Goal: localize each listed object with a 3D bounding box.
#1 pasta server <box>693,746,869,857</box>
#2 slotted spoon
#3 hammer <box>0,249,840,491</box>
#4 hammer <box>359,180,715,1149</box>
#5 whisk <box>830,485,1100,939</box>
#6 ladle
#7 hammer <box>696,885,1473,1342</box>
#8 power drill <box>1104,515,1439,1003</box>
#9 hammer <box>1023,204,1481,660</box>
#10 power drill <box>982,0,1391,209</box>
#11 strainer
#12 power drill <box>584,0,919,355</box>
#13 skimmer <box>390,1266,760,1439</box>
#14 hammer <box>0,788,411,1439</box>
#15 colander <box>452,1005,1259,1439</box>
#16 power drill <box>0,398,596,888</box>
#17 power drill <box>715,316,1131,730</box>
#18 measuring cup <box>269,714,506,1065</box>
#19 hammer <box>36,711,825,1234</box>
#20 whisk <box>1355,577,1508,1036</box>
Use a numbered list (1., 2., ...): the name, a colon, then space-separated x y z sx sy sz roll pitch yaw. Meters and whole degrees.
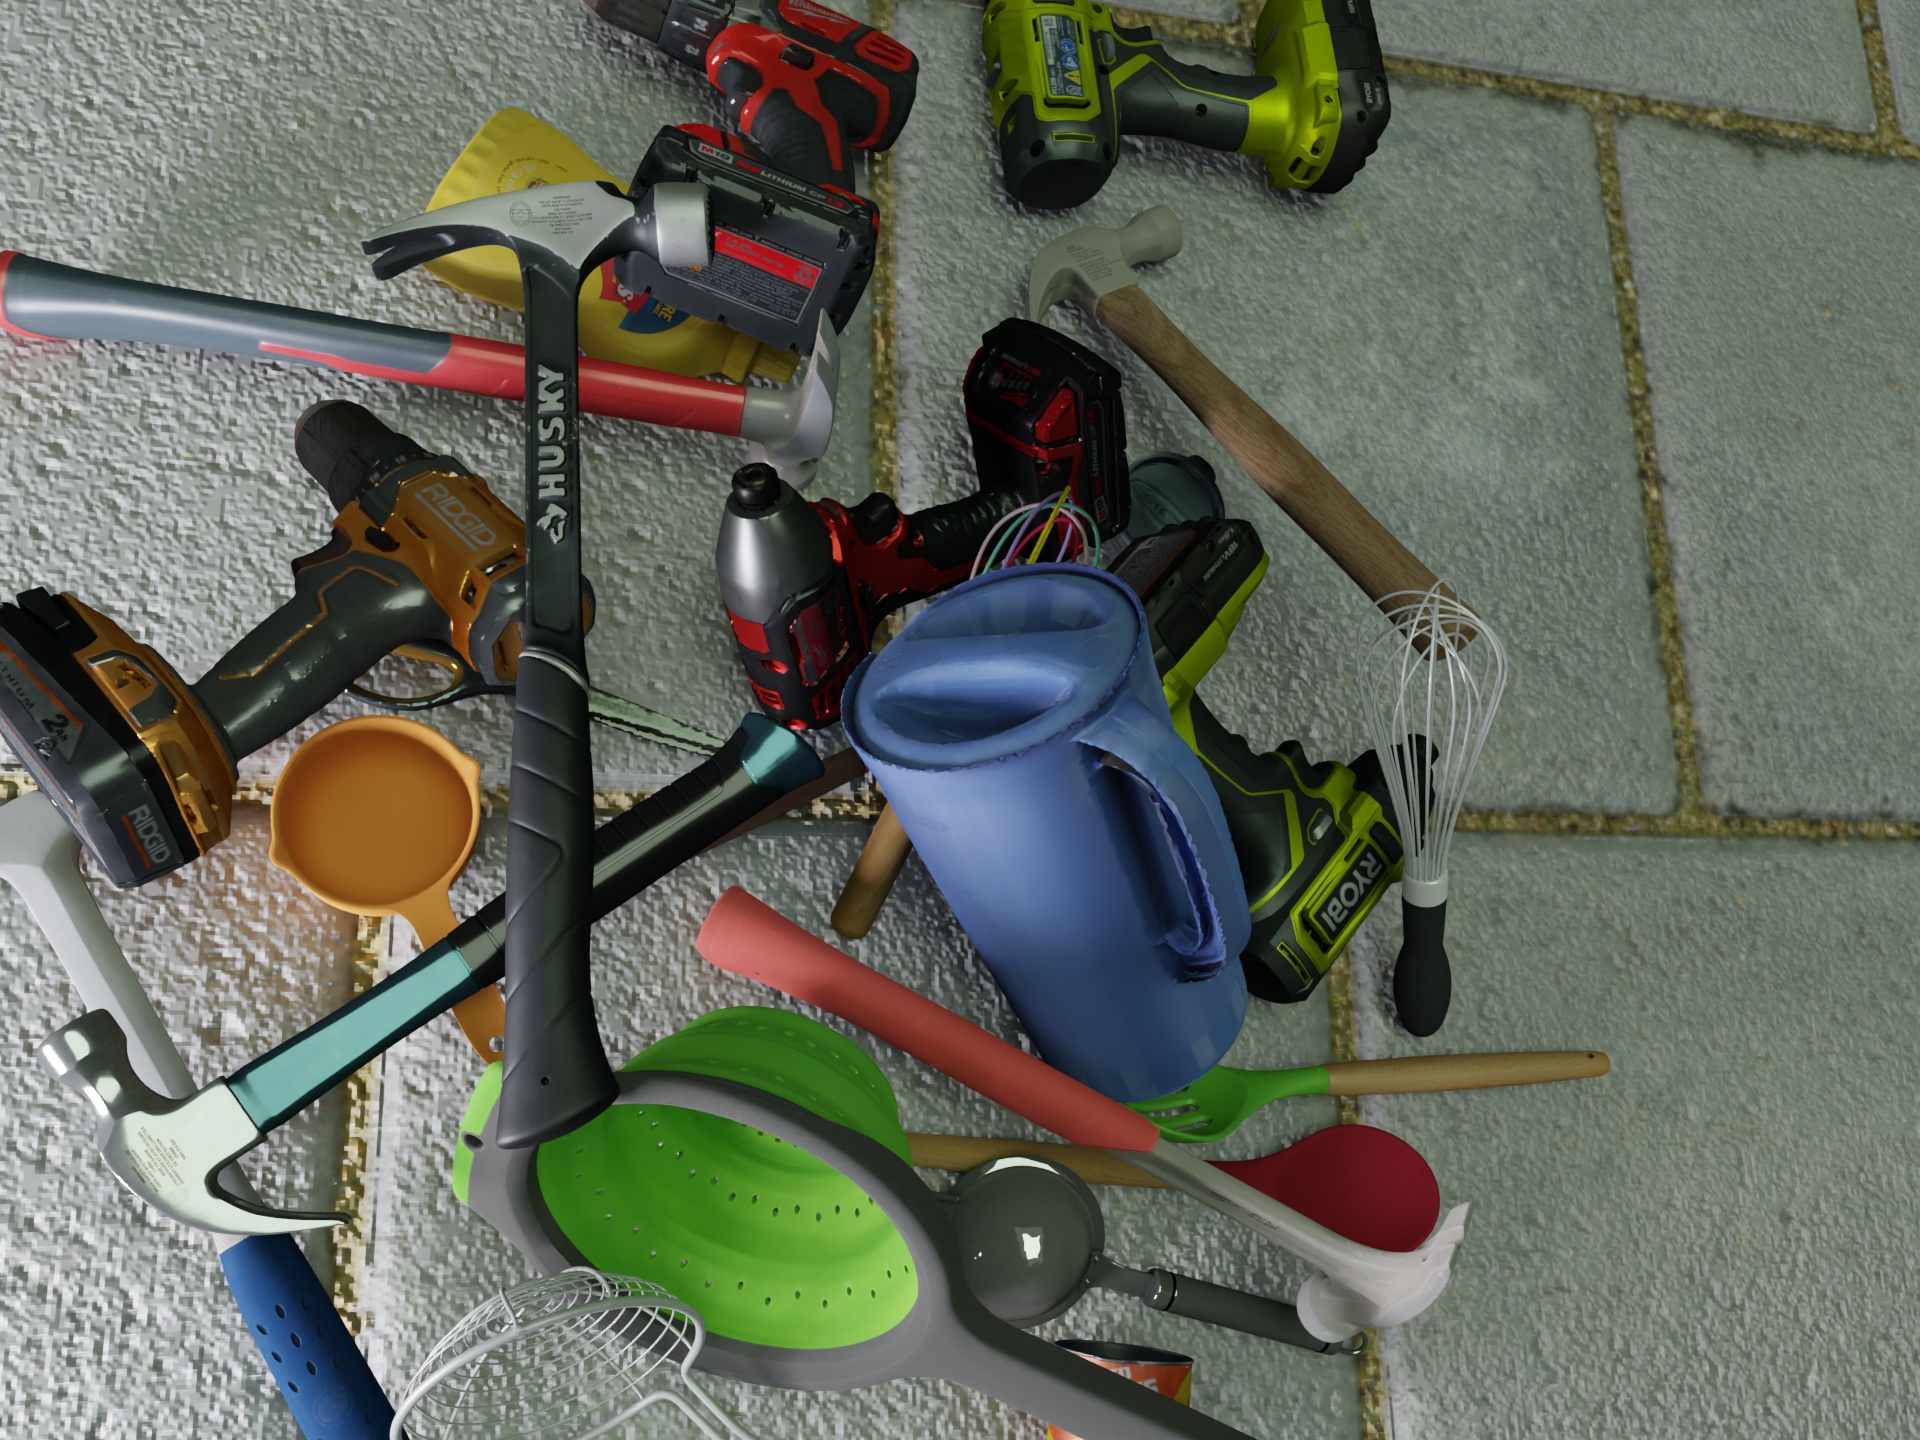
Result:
1. pasta server: -0.072 0.031 0.791 0.316 0.040 0.060 -25 98 -19
2. slotted spoon: 0.213 0.189 0.835 0.313 0.070 0.031 1 120 -20
3. hammer: -0.250 -0.177 0.747 0.386 0.143 0.038 8 74 -10
4. hammer: -0.170 -0.039 0.643 0.149 0.036 0.409 -2 73 -6
5. whisk: -0.001 -0.002 0.775 0.051 0.047 0.245 23 99 -27
6. ladle: 0.090 0.226 0.795 0.315 0.031 0.069 9 74 -12
7. hammer: 0.042 0.168 0.720 0.359 0.149 0.037 27 57 9
8. power drill: 0.152 0.011 0.822 0.171 0.080 0.223 -47 110 -21
9. hammer: 0.148 -0.154 0.840 0.130 0.031 0.332 -26 61 -21
10. power drill: 0.123 -0.395 0.936 0.228 0.080 0.191 -2 75 -14
11. strainer: 0.091 0.275 0.775 0.258 0.050 0.087 20 92 -15
12. power drill: -0.118 -0.306 0.809 0.187 0.080 0.227 18 49 -17
13. skimmer: -0.068 0.354 0.674 0.363 0.090 0.127 41 108 -10
14. hammer: -0.313 0.213 0.675 0.144 0.035 0.405 -30 86 -21
15. colander: -0.017 0.228 0.695 0.397 0.204 0.095 25 40 -2
16. power drill: -0.302 -0.051 0.693 0.226 0.084 0.185 -35 63 -30
17. power drill: -0.022 -0.103 0.786 0.219 0.143 0.079 -35 49 -22
18. measuring cup: -0.244 0.082 0.721 0.095 0.052 0.173 -27 87 -21
19. hammer: -0.202 0.095 0.685 0.331 0.033 0.128 -34 90 -21
20. whisk: 0.230 0.055 0.785 0.070 0.070 0.284 -26 128 -21
